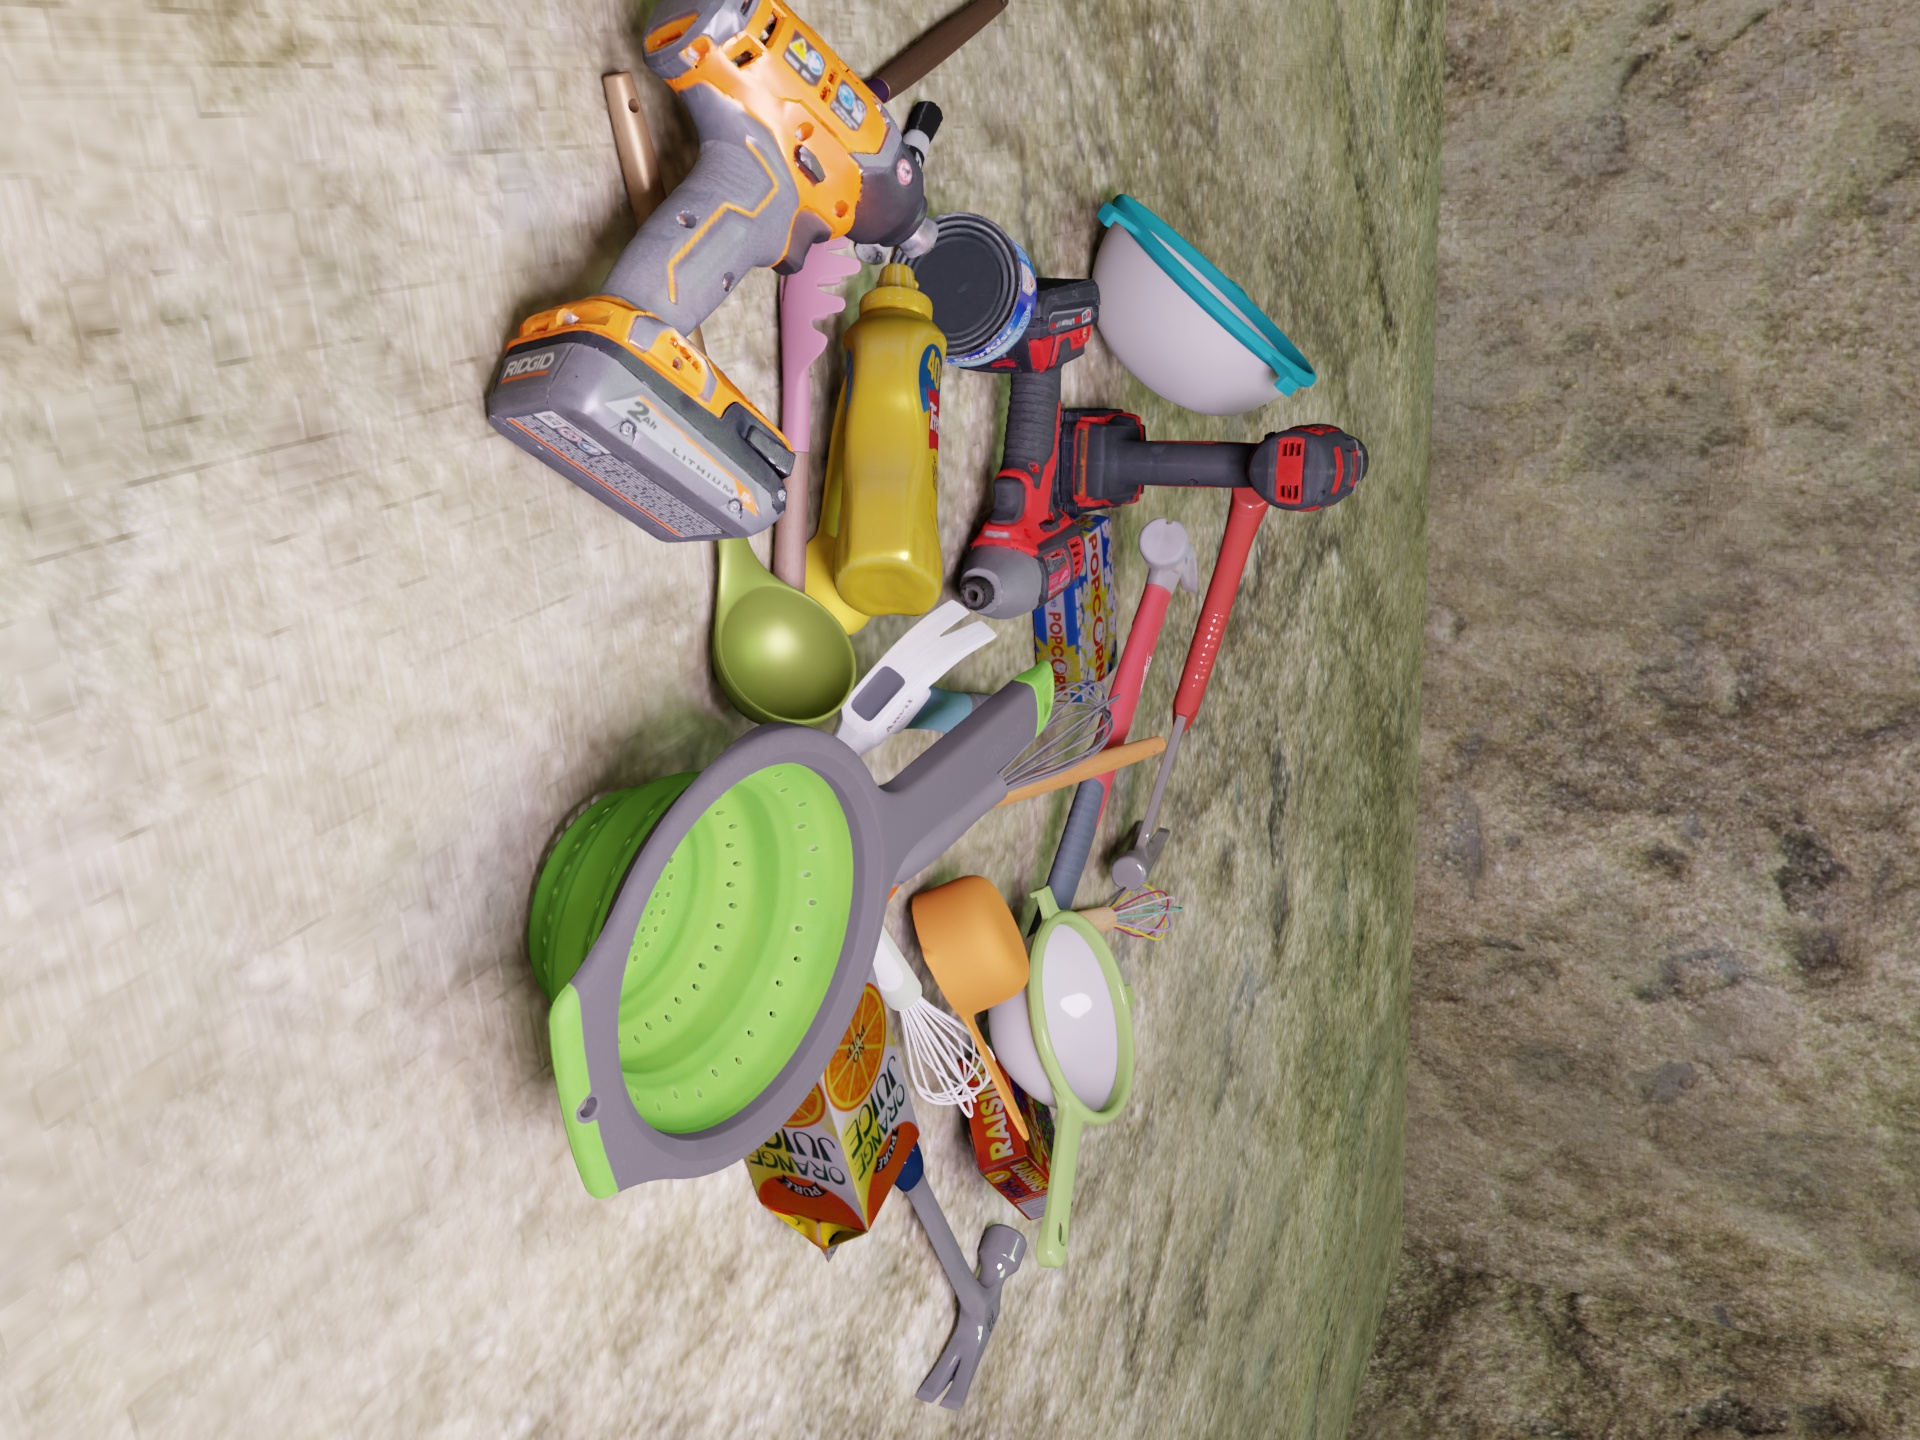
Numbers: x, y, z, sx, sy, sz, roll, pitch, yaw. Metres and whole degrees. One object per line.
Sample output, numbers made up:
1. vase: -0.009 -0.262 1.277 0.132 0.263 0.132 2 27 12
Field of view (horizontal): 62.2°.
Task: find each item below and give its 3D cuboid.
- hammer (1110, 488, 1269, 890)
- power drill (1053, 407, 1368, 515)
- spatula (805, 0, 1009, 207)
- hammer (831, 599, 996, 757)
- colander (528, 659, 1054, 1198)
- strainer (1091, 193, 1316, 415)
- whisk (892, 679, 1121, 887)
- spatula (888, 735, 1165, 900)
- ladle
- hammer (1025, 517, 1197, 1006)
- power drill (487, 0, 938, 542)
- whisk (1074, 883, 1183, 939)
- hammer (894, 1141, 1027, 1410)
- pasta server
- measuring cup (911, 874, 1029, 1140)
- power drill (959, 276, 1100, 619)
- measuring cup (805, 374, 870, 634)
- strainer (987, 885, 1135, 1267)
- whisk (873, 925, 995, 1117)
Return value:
1. hammer: 0.200 -0.035 1.356 0.149 0.037 0.359 -43 150 -68
2. power drill: 0.193 -0.196 1.205 0.188 0.227 0.080 -23 116 -62
3. spatula: -0.036 -0.370 0.920 0.316 0.018 0.059 -58 135 -44
4. hammer: -0.002 -0.003 0.998 0.128 0.033 0.331 -52 166 8
5. colander: -0.082 0.057 0.778 0.397 0.094 0.204 -40 136 -47
6. strainer: 0.187 -0.323 1.307 0.095 0.211 0.340 -47 180 21
7. whisk: 0.023 0.041 1.017 0.239 0.055 0.055 -37 130 -34
8. spatula: 0.042 0.051 1.091 0.322 0.041 0.081 -15 110 -42
9. ladle: -0.113 -0.141 0.759 0.078 0.062 0.320 -36 126 -39
10. hammer: 0.111 0.042 1.242 0.143 0.038 0.386 43 65 -73
11. power drill: -0.093 -0.194 0.697 0.164 0.084 0.226 34 68 -41
12. whisk: 0.137 0.175 1.389 0.245 0.051 0.047 4 97 -62
13. hammer: -0.032 0.312 1.055 0.405 0.035 0.144 72 33 -41
14. pasta server: -0.082 -0.116 0.851 0.060 0.040 0.316 -146 -121 -73
15. measuring cup: 0.027 0.183 1.035 0.174 0.052 0.095 65 8 12
16. power drill: 0.036 -0.177 1.057 0.143 0.078 0.219 -37 131 -58
17. measuring cup: -0.061 -0.124 0.902 0.062 0.029 0.156 12 86 -65
18. strainer: 0.055 0.254 1.099 0.151 0.069 0.257 51 36 -37
19. whisk: -0.033 0.180 1.015 0.059 0.058 0.246 -109 175 -47
